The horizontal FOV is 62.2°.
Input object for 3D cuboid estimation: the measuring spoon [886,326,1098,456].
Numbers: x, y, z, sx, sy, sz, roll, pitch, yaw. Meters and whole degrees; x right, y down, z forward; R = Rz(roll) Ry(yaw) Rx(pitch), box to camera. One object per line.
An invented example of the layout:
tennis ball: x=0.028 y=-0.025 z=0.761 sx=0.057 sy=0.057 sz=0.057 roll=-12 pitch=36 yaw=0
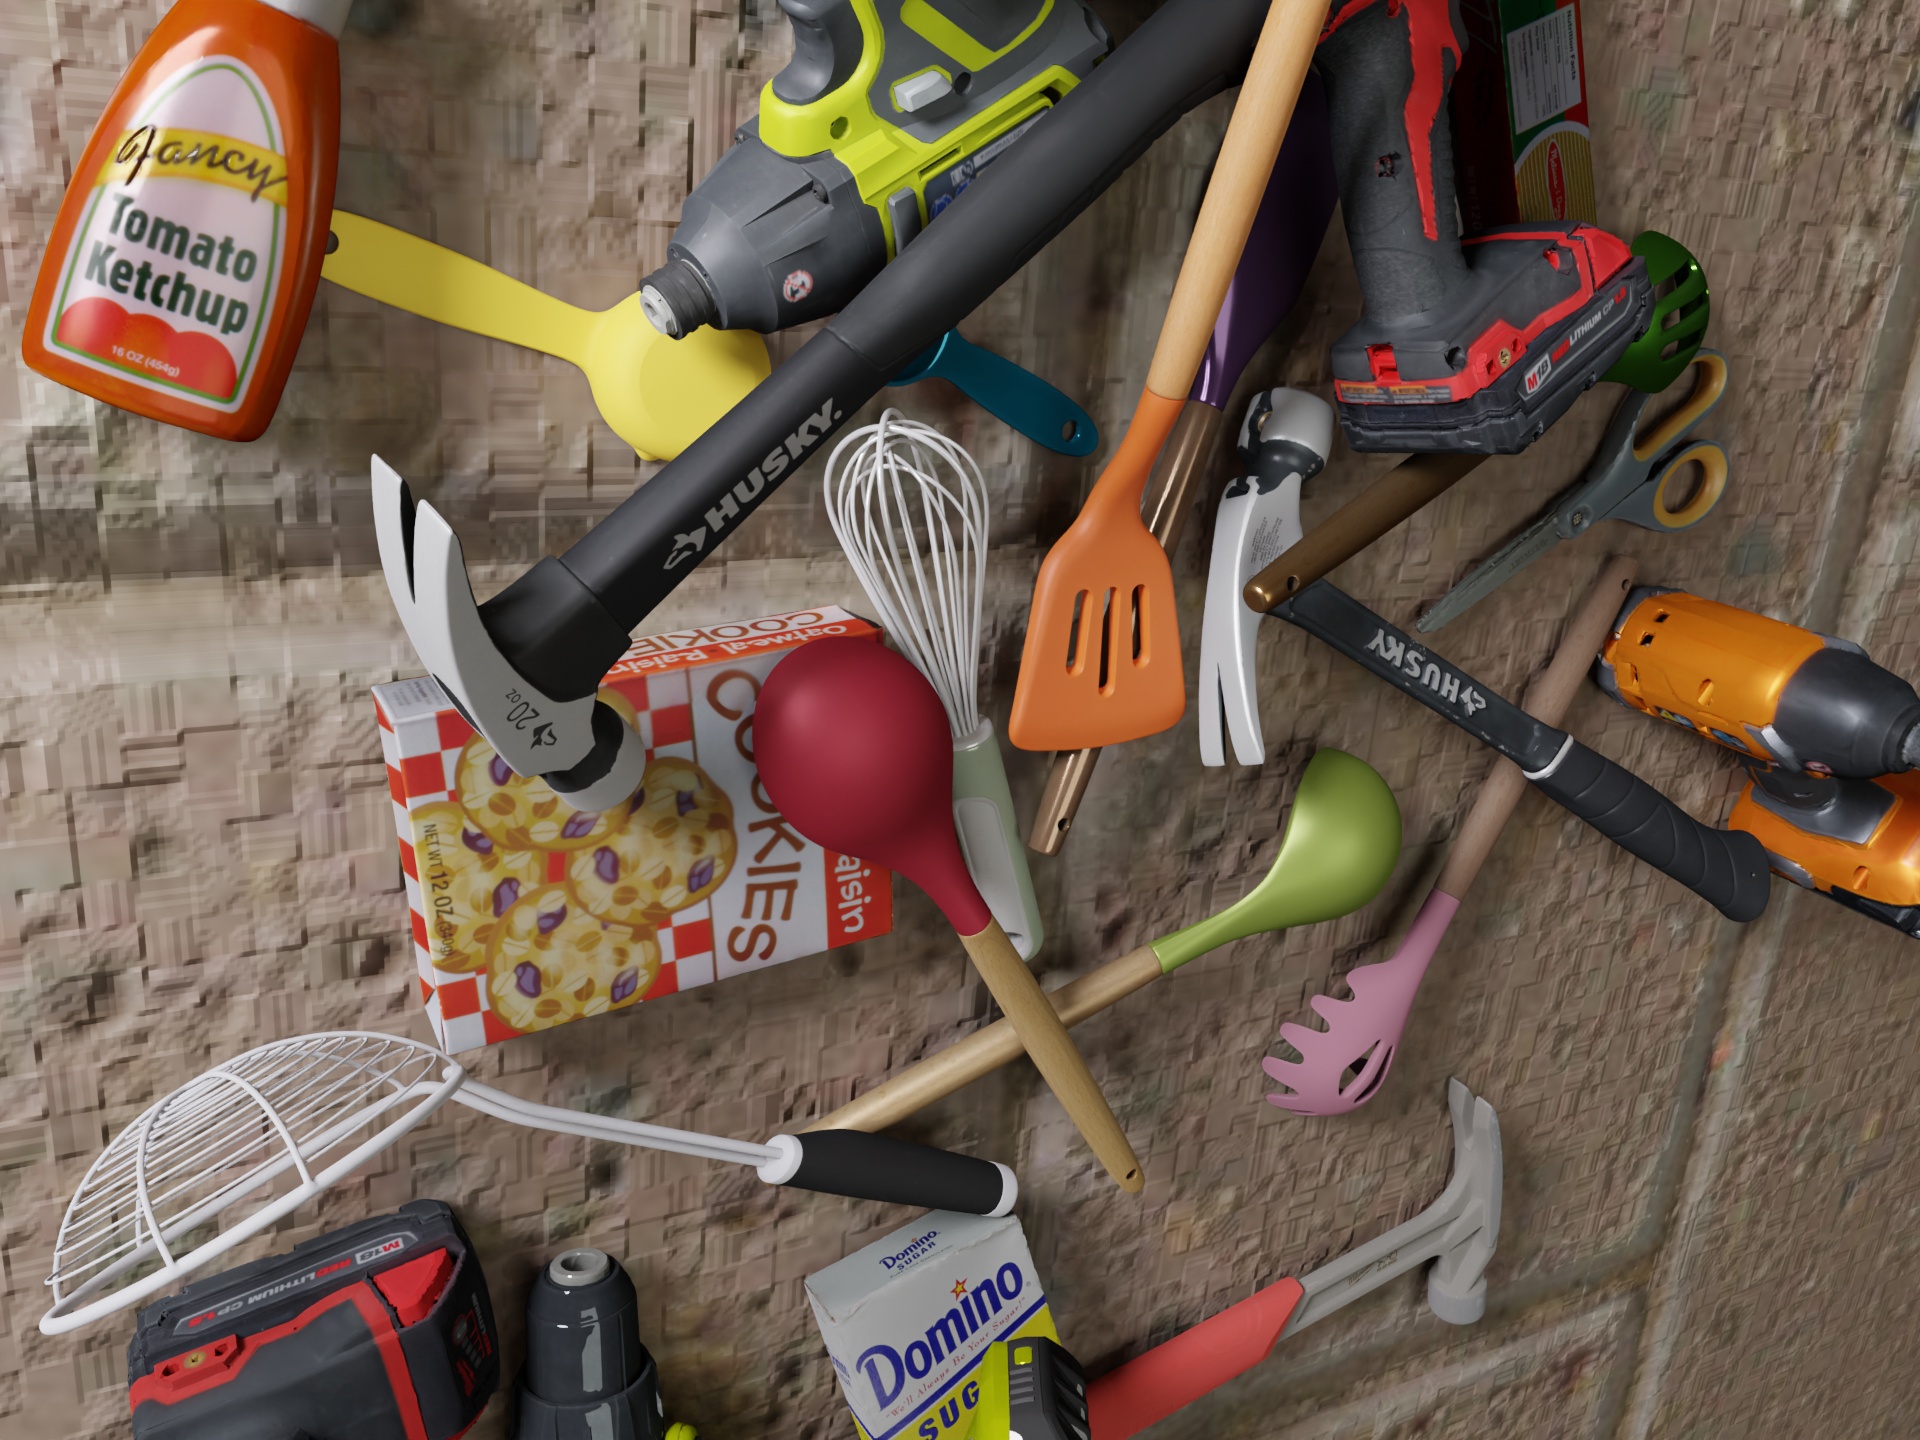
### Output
measuring spoon: x=0.004 y=-0.125 z=0.575 sx=0.128 sy=0.021 sz=0.042 roll=22 pitch=97 yaw=-43

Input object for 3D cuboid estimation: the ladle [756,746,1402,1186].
ladle: x=0.054 y=0.107 z=0.683 sx=0.320 sy=0.062 sz=0.078 roll=-27 pitch=131 yaw=-10

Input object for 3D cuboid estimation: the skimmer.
skimmer: x=-0.112 y=0.175 z=0.554 sx=0.363 sy=0.127 sz=0.090 roll=22 pitch=54 yaw=-39

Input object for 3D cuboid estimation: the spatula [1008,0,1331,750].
spatula: x=0.081 y=-0.127 z=0.527 sx=0.081 sy=0.041 sz=0.322 roll=-7 pitch=132 yaw=-29

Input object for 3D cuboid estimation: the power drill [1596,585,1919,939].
power drill: x=0.431 y=0.025 z=0.784 sx=0.226 sy=0.164 sz=0.084 roll=35 pitch=90 yaw=-37

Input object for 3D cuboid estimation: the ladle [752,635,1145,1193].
ladle: x=0.014 y=0.094 z=0.611 sx=0.069 sy=0.031 sz=0.315 roll=-39 pitch=127 yaw=-12

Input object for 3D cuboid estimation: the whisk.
whisk: x=-0.001 y=-0.002 z=0.600 sx=0.058 sy=0.059 sz=0.246 roll=-6 pitch=123 yaw=14

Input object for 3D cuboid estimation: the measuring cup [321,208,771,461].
measuring cup: x=-0.129 y=-0.122 z=0.488 sx=0.156 sy=0.029 sz=0.062 roll=15 pitch=101 yaw=-33

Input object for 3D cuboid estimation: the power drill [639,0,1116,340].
power drill: x=-0.035 y=-0.217 z=0.429 sx=0.171 sy=0.080 sz=0.223 roll=-38 pitch=149 yaw=-19

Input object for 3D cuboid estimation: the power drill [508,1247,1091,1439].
power drill: x=-0.065 y=0.300 z=0.620 sx=0.228 sy=0.080 sz=0.190 roll=1 pitch=101 yaw=0

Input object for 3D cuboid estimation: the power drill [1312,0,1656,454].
power drill: x=0.169 y=-0.216 z=0.568 sx=0.143 sy=0.079 sz=0.219 roll=-41 pitch=120 yaw=-25

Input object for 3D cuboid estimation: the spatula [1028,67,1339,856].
spatula: x=0.084 y=-0.098 z=0.613 sx=0.059 sy=0.018 sz=0.316 roll=18 pitch=93 yaw=-33

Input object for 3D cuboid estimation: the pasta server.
pasta server: x=0.244 y=0.058 z=0.775 sx=0.060 sy=0.040 sz=0.316 roll=29 pitch=89 yaw=-34

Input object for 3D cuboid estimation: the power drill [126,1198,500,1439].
power drill: x=-0.162 y=0.251 z=0.495 sx=0.188 sy=0.227 sz=0.080 roll=-17 pitch=116 yaw=-23

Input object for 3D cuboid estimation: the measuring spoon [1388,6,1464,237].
measuring spoon: x=0.187 y=-0.231 z=0.632 sx=0.034 sy=0.018 sz=0.124 roll=-36 pitch=123 yaw=-13

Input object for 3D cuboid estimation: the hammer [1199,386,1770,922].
hammer: x=0.253 y=0.013 z=0.714 sx=0.408 sy=0.036 sz=0.149 roll=27 pitch=72 yaw=-32

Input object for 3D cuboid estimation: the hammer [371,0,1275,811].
hammer: x=-0.022 y=-0.118 z=0.463 sx=0.335 sy=0.035 sz=0.146 roll=-45 pitch=155 yaw=-9

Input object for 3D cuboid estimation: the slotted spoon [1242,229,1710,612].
slotted spoon: x=0.223 y=-0.122 z=0.652 sx=0.314 sy=0.031 sz=0.070 roll=-34 pitch=116 yaw=-26

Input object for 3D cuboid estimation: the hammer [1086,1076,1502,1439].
hammer: x=0.131 y=0.309 z=0.801 sx=0.359 sy=0.037 sz=0.149 roll=-18 pitch=117 yaw=-23
